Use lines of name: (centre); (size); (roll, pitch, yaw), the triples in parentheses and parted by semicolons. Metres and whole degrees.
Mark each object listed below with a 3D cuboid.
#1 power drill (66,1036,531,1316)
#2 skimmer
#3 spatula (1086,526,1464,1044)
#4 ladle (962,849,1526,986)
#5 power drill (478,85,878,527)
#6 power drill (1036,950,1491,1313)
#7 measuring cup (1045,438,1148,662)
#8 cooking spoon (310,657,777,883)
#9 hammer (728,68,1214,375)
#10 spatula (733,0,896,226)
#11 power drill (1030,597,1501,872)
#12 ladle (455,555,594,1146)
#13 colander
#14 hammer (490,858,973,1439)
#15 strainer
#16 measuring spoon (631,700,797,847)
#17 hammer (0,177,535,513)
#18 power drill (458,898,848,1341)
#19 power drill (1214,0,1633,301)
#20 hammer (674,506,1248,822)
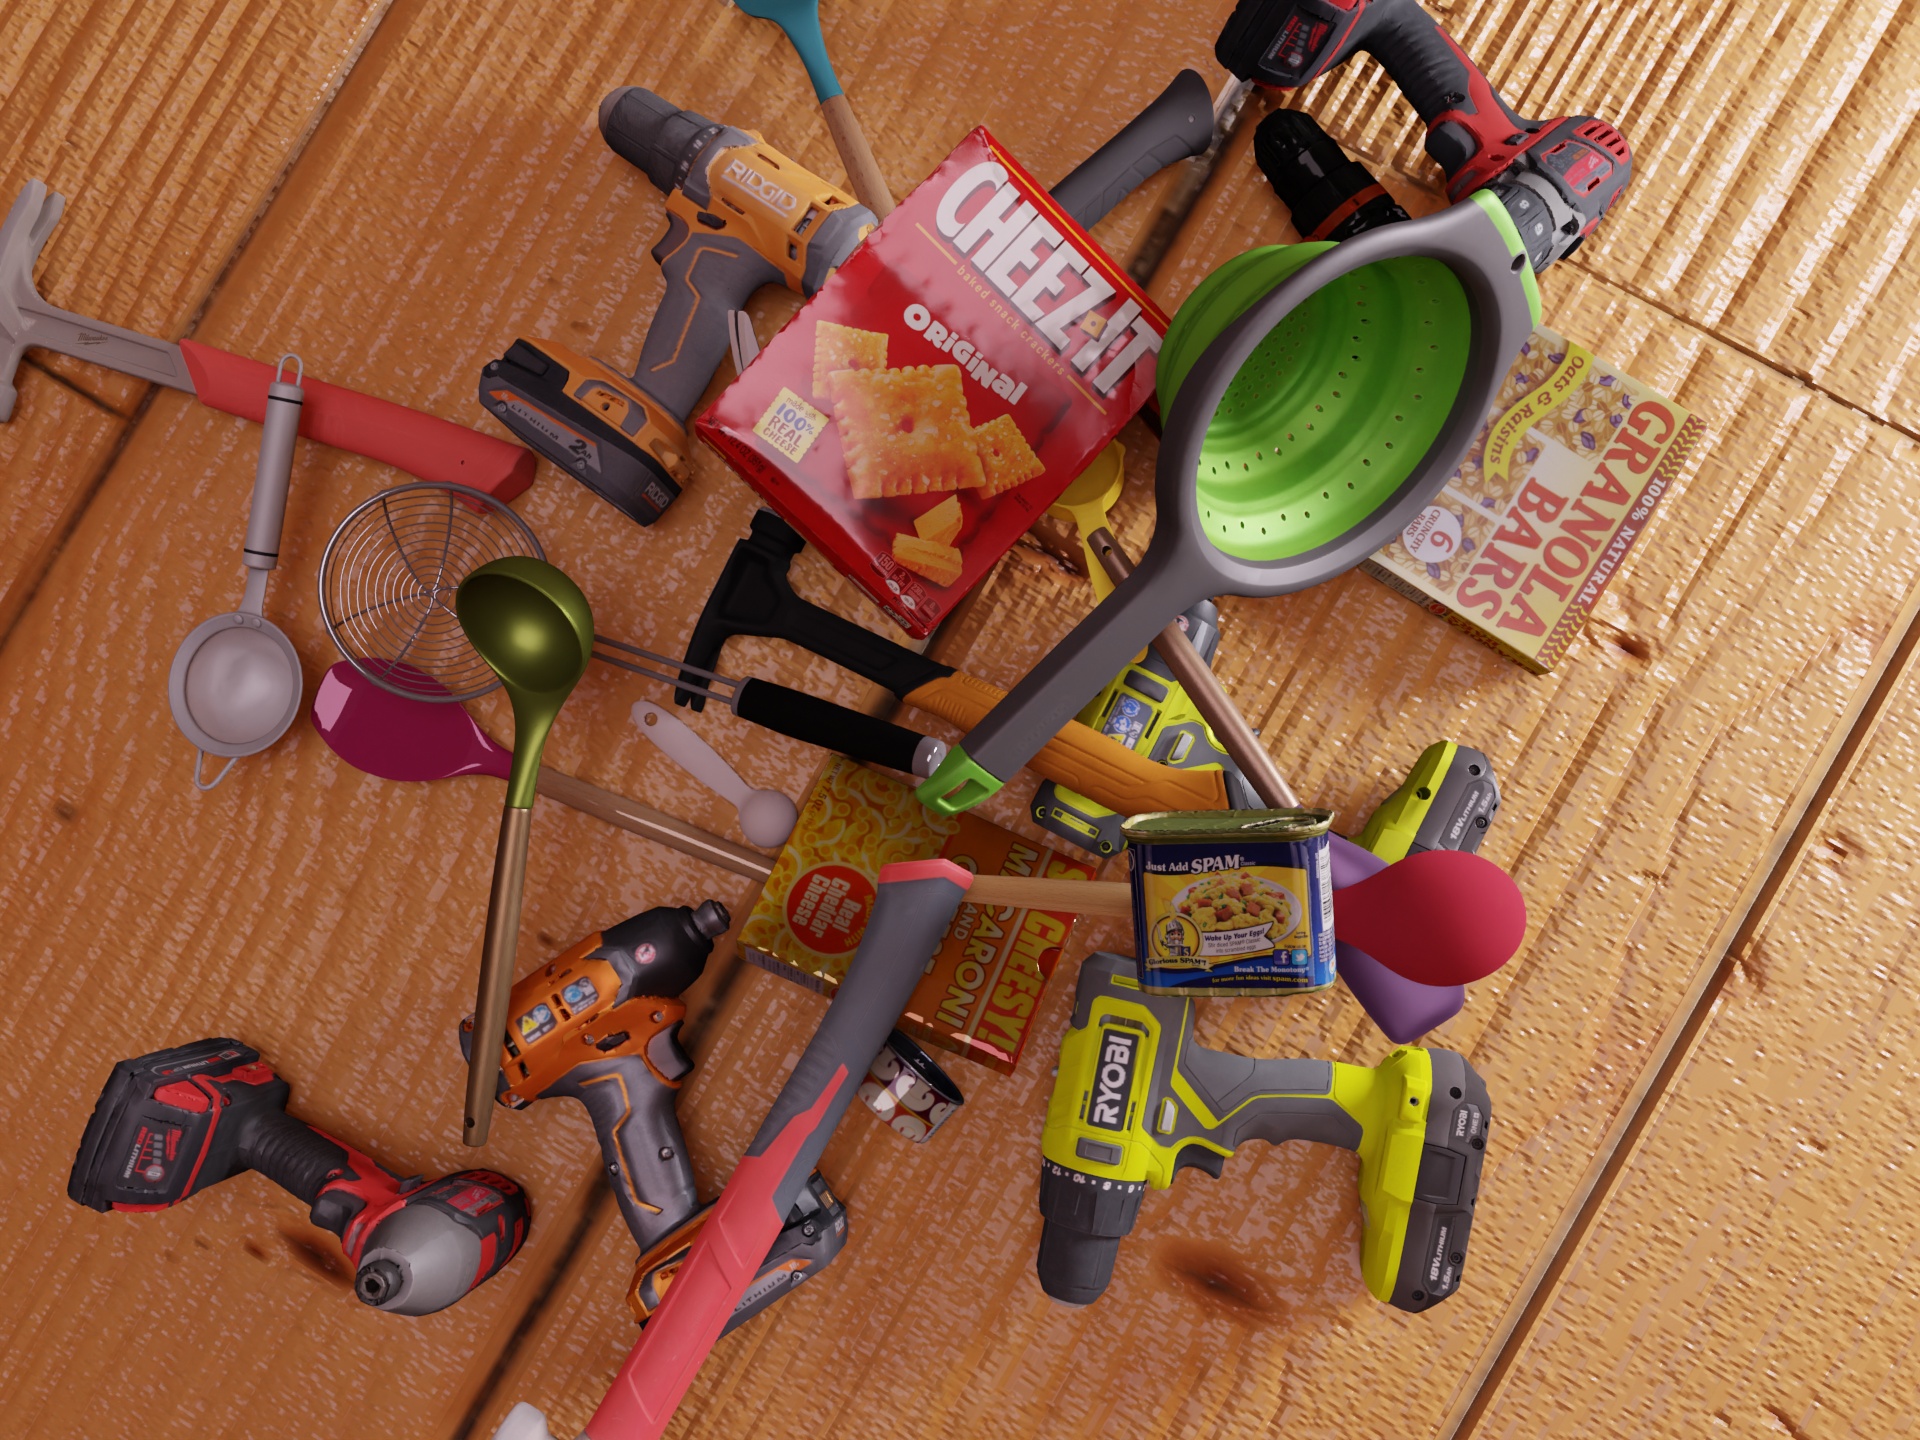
power drill: (-0.358, 0.257, 0.872); (0.220, 0.143, 0.078); (21, 90, 7)
skimmer: (-0.183, -0.036, 0.876); (0.363, 0.090, 0.127); (18, 84, 19)
spatula: (0.161, 0.026, 0.843); (0.060, 0.018, 0.316); (-36, 80, 9)
ladle: (0.129, 0.095, 0.827); (0.315, 0.031, 0.069); (2, 90, 16)
power drill: (-0.183, -0.251, 0.929); (0.185, 0.084, 0.226); (36, 86, 10)
power drill: (0.156, 0.242, 0.871); (0.228, 0.080, 0.190); (11, 86, 7)
measuring cup: (0.079, -0.098, 0.905); (0.062, 0.029, 0.157); (-17, 68, 4)
cooking spoon: (-0.238, 0.039, 0.941); (0.319, 0.017, 0.069); (21, 88, 6)
hammer: (0.017, -0.260, 0.910); (0.335, 0.035, 0.146); (-42, 118, -8)
spatula: (-0.064, -0.346, 0.957); (0.082, 0.044, 0.317); (-23, 89, 2)
power drill: (0.173, 0.030, 0.886); (0.223, 0.080, 0.171); (27, 89, 9)
ladle: (-0.246, 0.073, 0.843); (0.078, 0.062, 0.320); (10, 94, 21)
colander: (0.108, -0.114, 0.810); (0.397, 0.204, 0.095); (-44, 51, 7)
hammer: (-0.088, 0.249, 0.821); (0.143, 0.038, 0.386); (30, 85, 4)
strainer: (-0.410, -0.087, 0.935); (0.087, 0.050, 0.258); (13, 96, 9)
measuring spoon: (-0.148, 0.029, 0.935); (0.124, 0.018, 0.034); (39, 89, 7)
hammer: (-0.427, -0.209, 0.964); (0.359, 0.036, 0.149); (17, 87, 6)
power drill: (-0.157, 0.220, 0.892); (0.164, 0.084, 0.226); (-34, 81, 0)
power drill: (0.248, -0.330, 0.873); (0.227, 0.080, 0.188); (46, 57, 5)
hammer: (-0.001, -0.003, 0.880); (0.337, 0.034, 0.127); (25, 87, 20)
